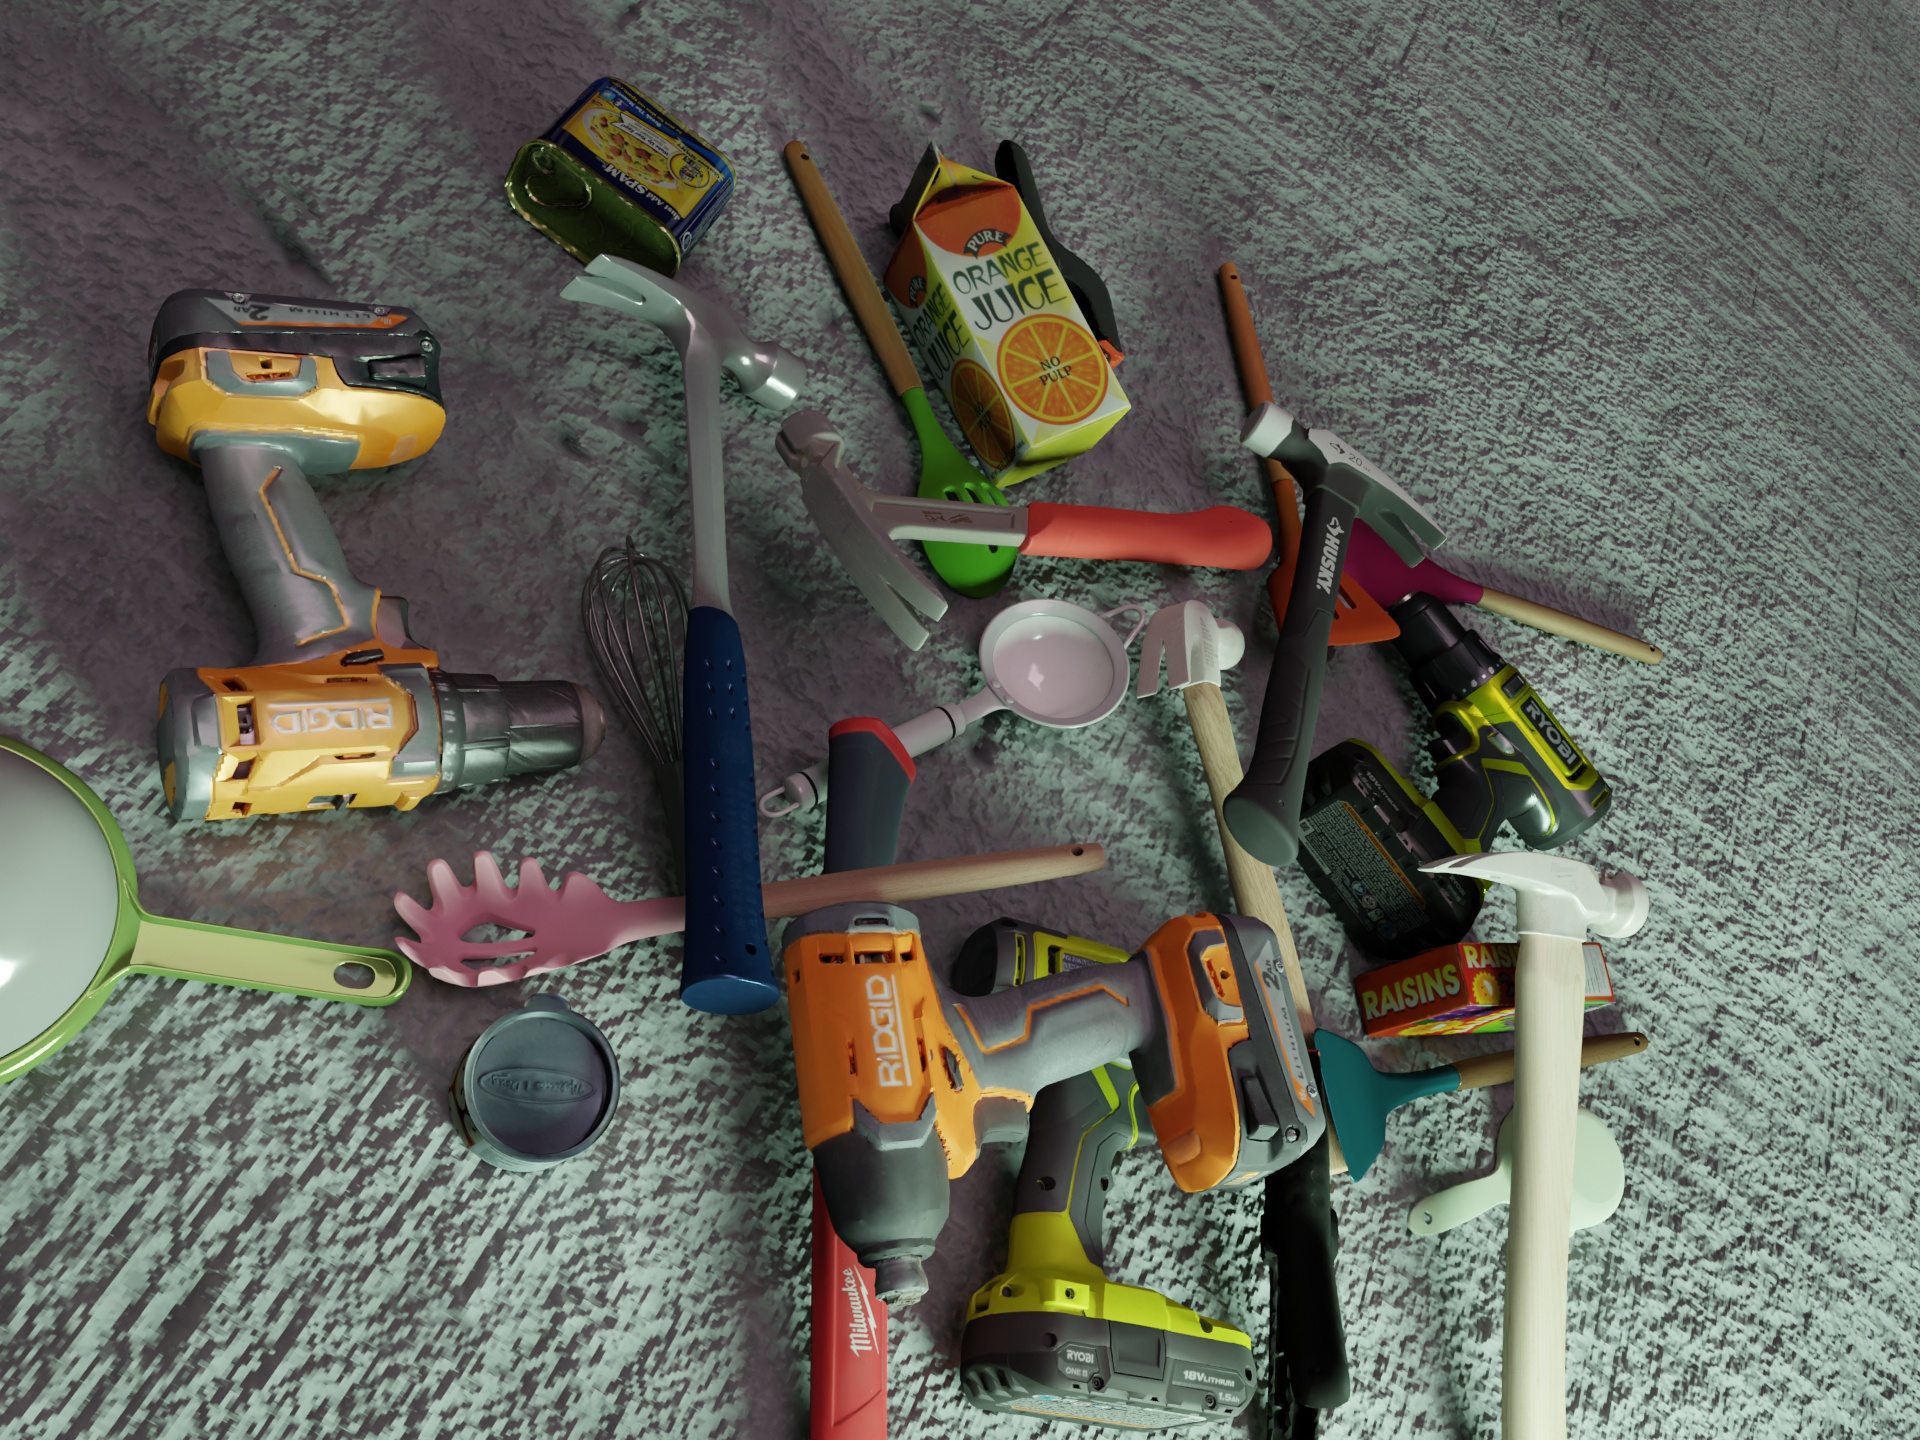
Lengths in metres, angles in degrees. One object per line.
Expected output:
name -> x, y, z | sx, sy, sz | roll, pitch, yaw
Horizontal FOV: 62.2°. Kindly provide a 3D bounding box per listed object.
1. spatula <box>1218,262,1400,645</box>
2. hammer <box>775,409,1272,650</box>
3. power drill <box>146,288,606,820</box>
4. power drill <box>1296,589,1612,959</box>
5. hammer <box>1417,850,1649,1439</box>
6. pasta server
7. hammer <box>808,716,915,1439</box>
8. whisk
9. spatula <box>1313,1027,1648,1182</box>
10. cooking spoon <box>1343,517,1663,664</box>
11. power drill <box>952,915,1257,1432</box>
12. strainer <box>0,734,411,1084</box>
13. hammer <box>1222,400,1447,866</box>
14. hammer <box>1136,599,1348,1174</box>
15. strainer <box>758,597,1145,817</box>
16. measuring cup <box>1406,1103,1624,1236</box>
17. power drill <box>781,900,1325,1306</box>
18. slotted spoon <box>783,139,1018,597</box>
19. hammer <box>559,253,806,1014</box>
spatula -> 0.217, -0.186, 1.081 | 0.081, 0.041, 0.323 | -4, 66, -11
hammer -> 0.067, -0.101, 0.900 | 0.359, 0.036, 0.149 | -2, 48, -45
power drill -> -0.263, -0.070, 0.712 | 0.185, 0.084, 0.226 | -3, 73, -33
power drill -> 0.299, 0.028, 1.006 | 0.228, 0.080, 0.190 | -33, 84, -40
hammer -> 0.300, 0.275, 0.843 | 0.146, 0.038, 0.411 | 12, 77, -27
pasta server -> -0.086, 0.077, 0.714 | 0.316, 0.040, 0.060 | -7, 53, -12
hammer -> -0.063, 0.181, 0.718 | 0.143, 0.038, 0.387 | 10, 67, -26
whisk -> -0.135, 0.023, 0.764 | 0.055, 0.055, 0.239 | -9, 75, -34
spatula -> 0.318, 0.209, 0.947 | 0.317, 0.044, 0.082 | -1, 70, -33
cooking spoon -> 0.393, -0.085, 1.153 | 0.318, 0.017, 0.069 | 14, 61, -24
power drill -> 0.078, 0.220, 0.778 | 0.171, 0.080, 0.223 | 18, 56, -22
strainer -> -0.336, 0.072, 0.601 | 0.256, 0.069, 0.152 | 14, 60, -23
hammer -> 0.208, -0.050, 0.937 | 0.146, 0.035, 0.335 | 30, 49, -11
hammer -> 0.164, 0.089, 0.900 | 0.130, 0.031, 0.331 | 11, 63, -60
strainer -> -0.001, -0.003, 0.861 | 0.258, 0.050, 0.087 | -26, 66, -31
measuring cup -> 0.325, 0.269, 0.924 | 0.167, 0.038, 0.083 | -6, 71, -35
power drill -> 0.039, 0.162, 0.696 | 0.226, 0.084, 0.164 | 2, 59, -22
slotted spoon -> -0.041, -0.217, 0.950 | 0.070, 0.031, 0.314 | -15, 74, -36
hammer -> -0.122, -0.058, 0.750 | 0.144, 0.035, 0.406 | 26, 44, -41
